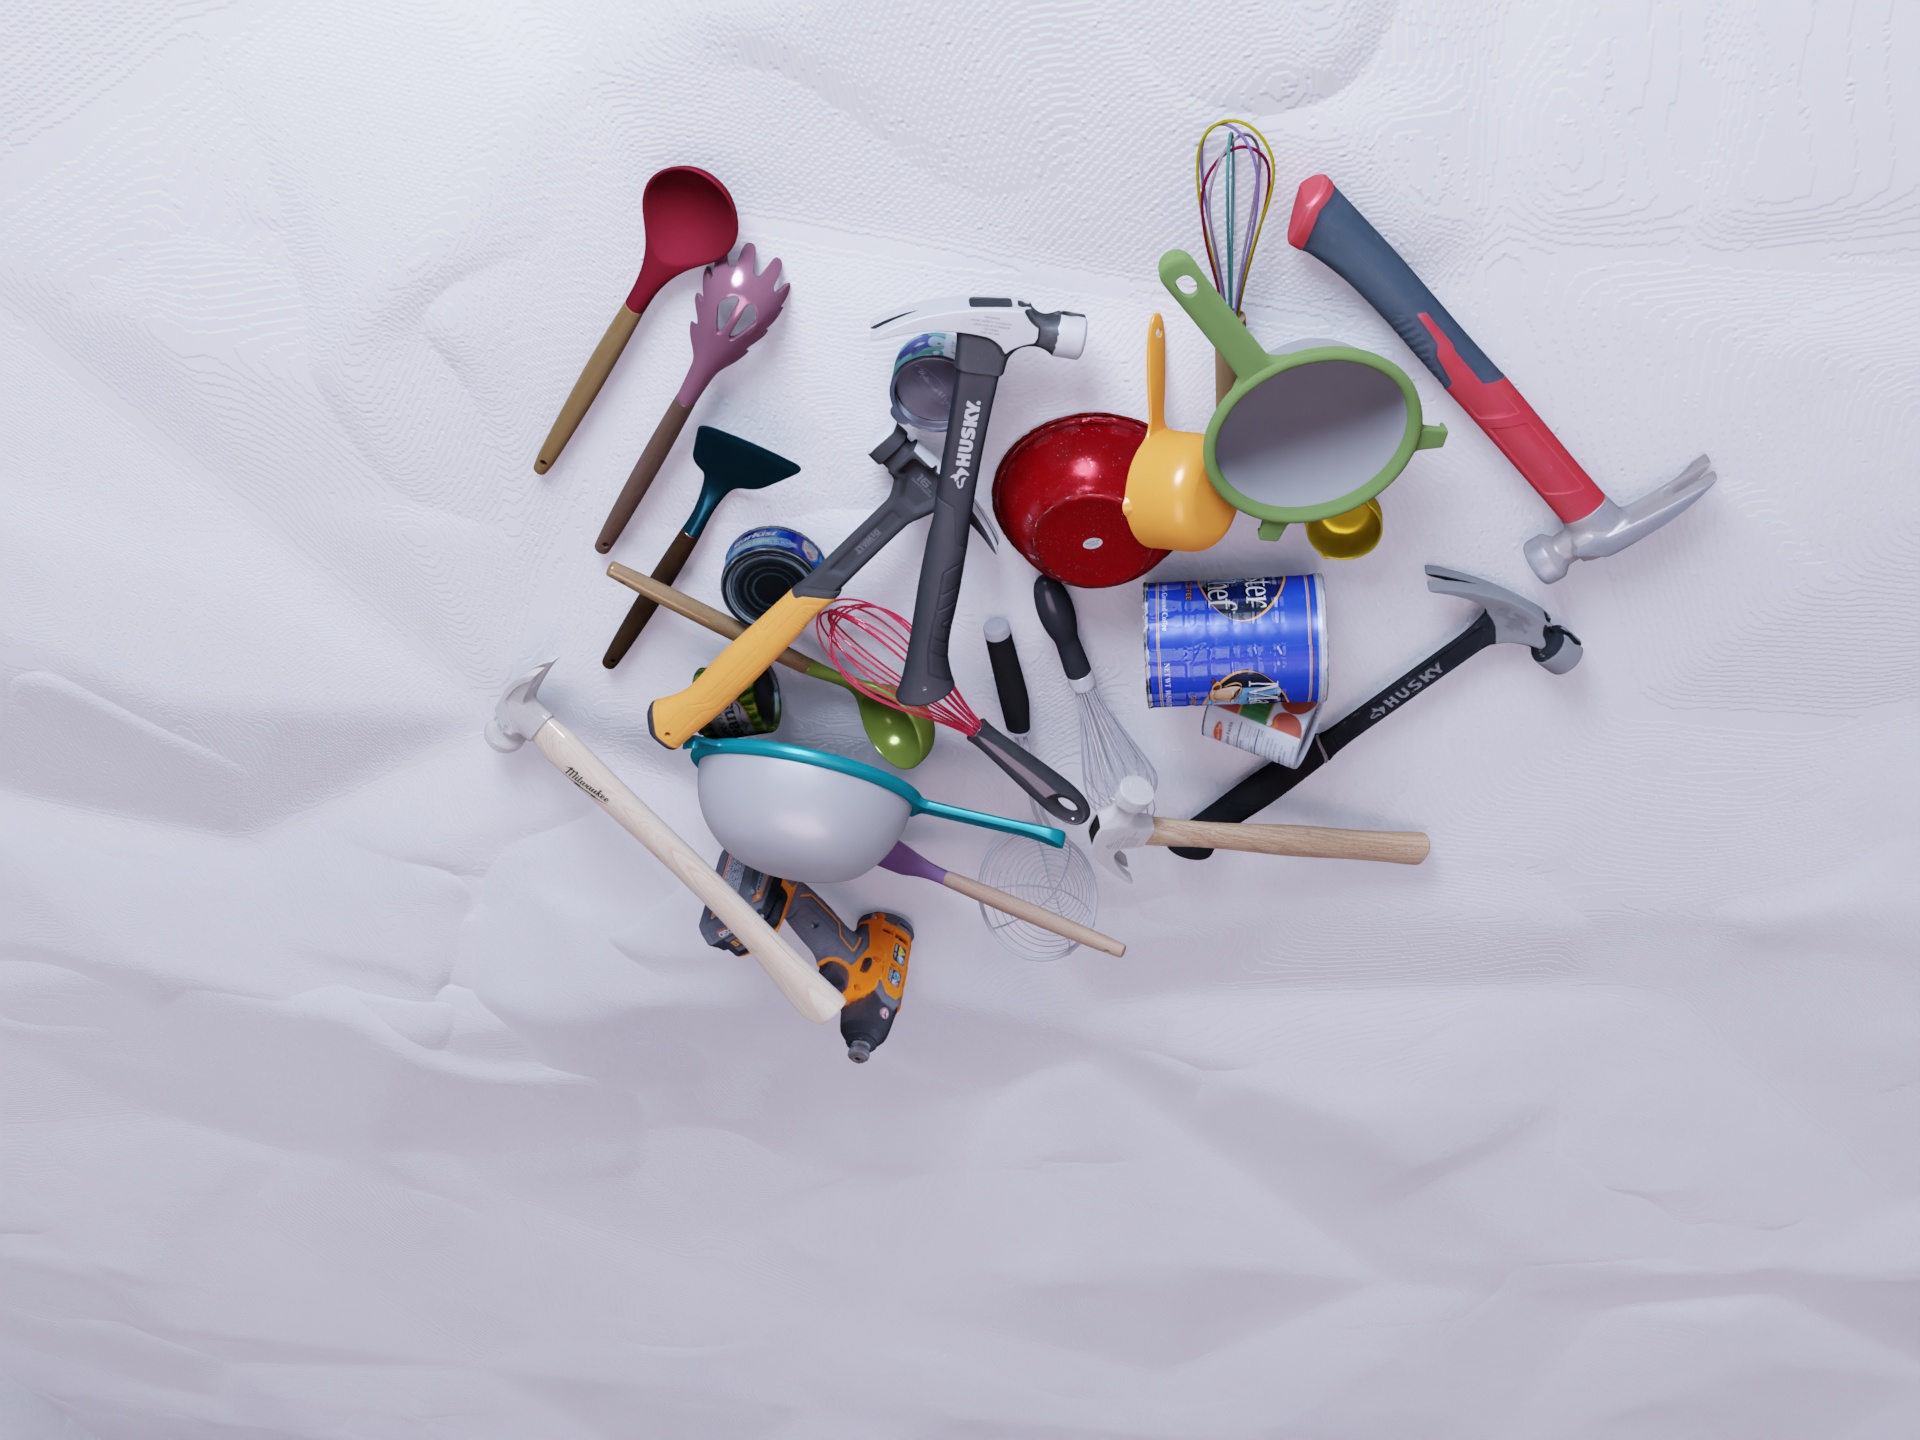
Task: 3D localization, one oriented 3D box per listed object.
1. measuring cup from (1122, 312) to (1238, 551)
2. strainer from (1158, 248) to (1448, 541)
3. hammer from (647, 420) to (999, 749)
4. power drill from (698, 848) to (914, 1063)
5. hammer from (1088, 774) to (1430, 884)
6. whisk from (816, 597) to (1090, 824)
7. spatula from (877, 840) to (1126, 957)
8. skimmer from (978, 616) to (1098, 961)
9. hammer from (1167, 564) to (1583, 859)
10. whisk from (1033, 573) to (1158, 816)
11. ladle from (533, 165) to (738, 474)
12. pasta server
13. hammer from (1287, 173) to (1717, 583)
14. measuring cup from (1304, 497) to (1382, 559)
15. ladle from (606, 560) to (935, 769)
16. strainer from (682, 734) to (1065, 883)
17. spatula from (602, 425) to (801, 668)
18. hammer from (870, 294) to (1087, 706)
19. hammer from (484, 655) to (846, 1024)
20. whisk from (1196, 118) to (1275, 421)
[{"bbox_3d":[0.162,-0.204,1.139,0.052,0.095,0.173,16,124,38],"label":"measuring cup"},{"bbox_3d":[0.208,-0.242,1.086,0.151,0.069,0.256,-30,131,26],"label":"strainer"},{"bbox_3d":[-0.125,-0.083,1.266,0.337,0.034,0.127,-40,108,21],"label":"hammer"},{"bbox_3d":[-0.143,0.224,1.556,0.084,0.164,0.226,-30,123,33],"label":"power drill"},{"bbox_3d":[0.272,0.108,1.434,0.331,0.031,0.130,5,143,-18],"label":"hammer"},{"bbox_3d":[-0.002,-0.004,1.344,0.295,0.073,0.073,39,128,-14],"label":"whisk"},{"bbox_3d":[0.009,0.155,1.486,0.316,0.018,0.059,21,140,21],"label":"spatula"},{"bbox_3d":[0.050,0.070,1.428,0.127,0.090,0.362,14,139,28],"label":"skimmer"},{"bbox_3d":[0.324,0.012,1.379,0.149,0.036,0.409,31,131,-22],"label":"hammer"},{"bbox_3d":[0.112,-0.011,1.366,0.070,0.070,0.284,-11,129,17],"label":"whisk"},{"bbox_3d":[-0.246,-0.280,1.151,0.069,0.031,0.315,35,132,-13],"label":"ladle"},{"bbox_3d":[-0.216,-0.230,1.202,0.060,0.040,0.316,25,137,-18],"label":"pasta server"},{"bbox_3d":[0.370,-0.246,1.108,0.143,0.038,0.386,-33,123,32],"label":"hammer"},{"bbox_3d":[0.249,-0.174,1.211,0.156,0.029,0.062,26,133,-3],"label":"measuring cup"},{"bbox_3d":[-0.156,-0.047,1.338,0.320,0.062,0.078,27,156,-26],"label":"ladle"},{"bbox_3d":[-0.082,0.104,1.401,0.340,0.095,0.211,12,165,5],"label":"strainer"},{"bbox_3d":[-0.231,-0.131,1.290,0.082,0.044,0.317,21,135,-22],"label":"spatula"},{"bbox_3d":[-0.012,-0.151,1.173,0.146,0.035,0.334,6,125,-8],"label":"hammer"},{"bbox_3d":[-0.253,0.115,1.418,0.410,0.038,0.146,45,141,-4],"label":"hammer"},{"bbox_3d":[0.187,-0.292,1.081,0.047,0.051,0.244,-6,138,4],"label":"whisk"}]
